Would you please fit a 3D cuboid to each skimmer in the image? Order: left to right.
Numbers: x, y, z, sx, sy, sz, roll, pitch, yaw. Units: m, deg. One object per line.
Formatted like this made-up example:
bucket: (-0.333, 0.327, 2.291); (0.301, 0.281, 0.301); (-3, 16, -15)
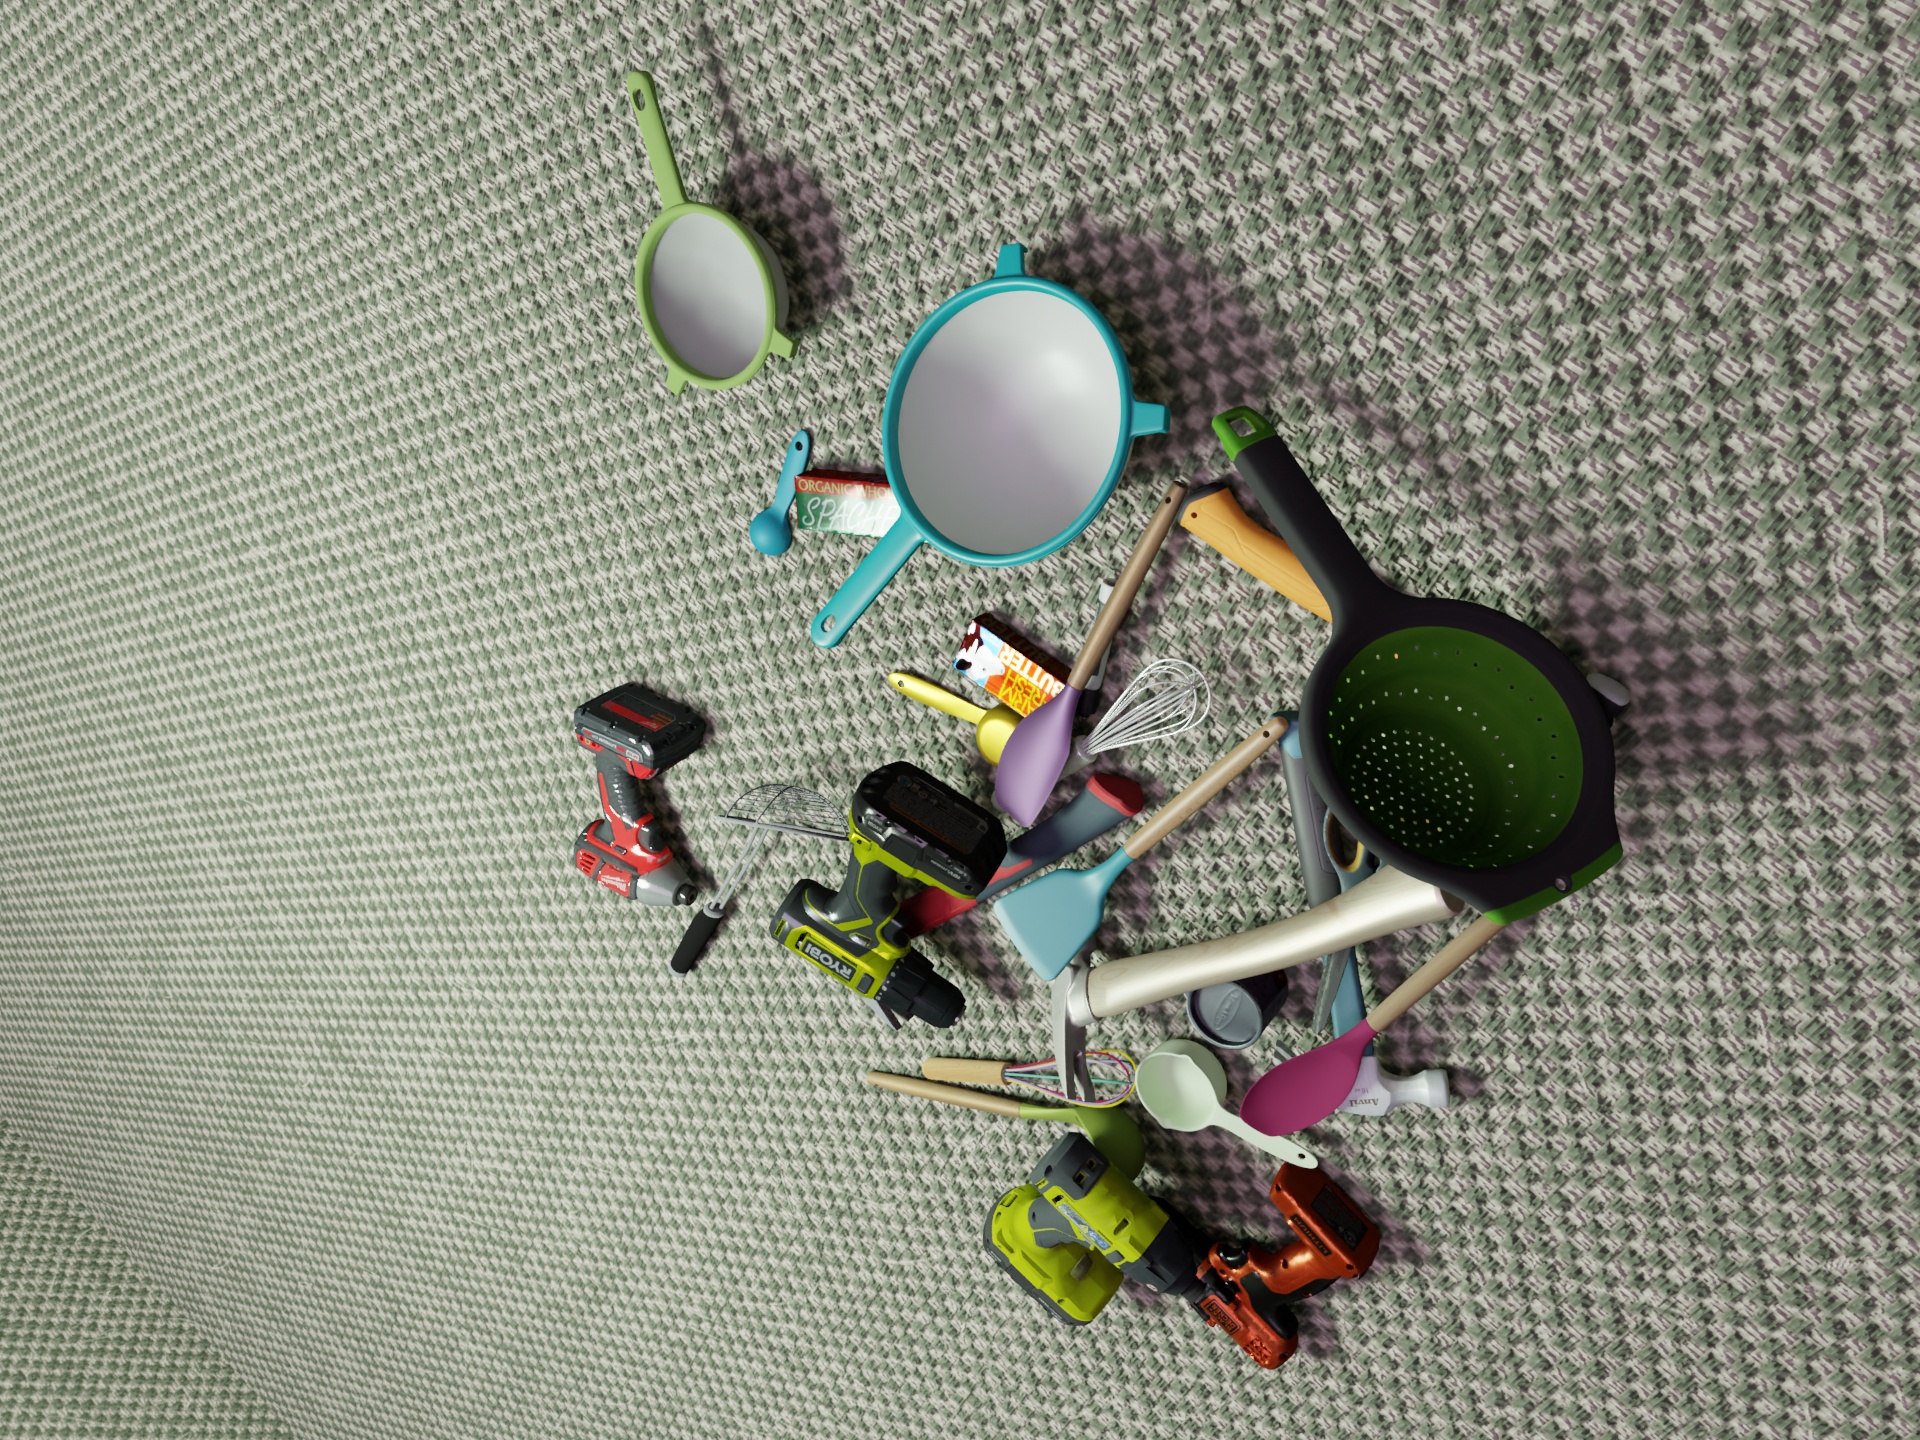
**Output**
skimmer: (-0.219, 0.176, 1.553); (0.363, 0.127, 0.090); (-55, 35, 41)

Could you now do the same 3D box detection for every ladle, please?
ladle: (0.032, 0.372, 1.493); (0.320, 0.062, 0.078); (2, 143, 37)

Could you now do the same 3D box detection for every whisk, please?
whisk: (0.063, 0.324, 1.465); (0.245, 0.051, 0.047); (-6, 85, 40)
whisk: (0.108, 0.020, 1.289); (0.246, 0.058, 0.059); (-35, 89, 41)

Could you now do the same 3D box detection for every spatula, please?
spatula: (0.100, -0.050, 1.253); (0.060, 0.018, 0.315); (43, 121, 29)
spatula: (0.146, 0.095, 1.263); (0.082, 0.044, 0.317); (54, 129, 14)

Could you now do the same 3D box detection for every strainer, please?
strainer: (-0.209, -0.405, 1.310); (0.151, 0.069, 0.256); (-7, 105, 38)
strainer: (0.012, -0.175, 1.217); (0.340, 0.095, 0.211); (-47, 68, 25)

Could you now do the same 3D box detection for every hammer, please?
hammer: (0.023, 0.156, 1.416); (0.386, 0.038, 0.143); (-33, 91, 39)
hammer: (0.210, 0.190, 1.215); (0.410, 0.038, 0.146); (-29, 55, 48)
hammer: (0.288, 0.150, 1.226); (0.128, 0.033, 0.331); (-9, 102, 18)
hammer: (0.295, -0.062, 1.140); (0.337, 0.034, 0.127); (36, 125, 16)

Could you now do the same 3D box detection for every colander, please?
colander: (0.277, -0.039, 1.080); (0.397, 0.204, 0.094); (60, 164, 18)

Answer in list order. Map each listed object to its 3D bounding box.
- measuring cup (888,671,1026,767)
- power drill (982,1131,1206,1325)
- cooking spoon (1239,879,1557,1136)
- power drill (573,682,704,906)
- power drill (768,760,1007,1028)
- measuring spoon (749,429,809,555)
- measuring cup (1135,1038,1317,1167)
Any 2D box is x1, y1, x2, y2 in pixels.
measuring cup: (-0.002, -0.004, 1.367); (0.156, 0.029, 0.062); (24, 122, 21)
power drill: (0.115, 0.462, 1.409); (0.171, 0.080, 0.223); (43, 149, 7)
cooking spoon: (0.330, 0.213, 1.198); (0.068, 0.017, 0.319); (34, 115, -17)
power drill: (-0.321, 0.086, 1.597); (0.143, 0.078, 0.219); (24, 124, 24)
power drill: (-0.050, 0.162, 1.392); (0.190, 0.080, 0.228); (32, 129, 4)
measuring spoon: (-0.159, -0.198, 1.395); (0.042, 0.021, 0.128); (36, 127, 16)
measuring cup: (0.230, 0.328, 1.351); (0.168, 0.038, 0.083); (25, 122, 21)
